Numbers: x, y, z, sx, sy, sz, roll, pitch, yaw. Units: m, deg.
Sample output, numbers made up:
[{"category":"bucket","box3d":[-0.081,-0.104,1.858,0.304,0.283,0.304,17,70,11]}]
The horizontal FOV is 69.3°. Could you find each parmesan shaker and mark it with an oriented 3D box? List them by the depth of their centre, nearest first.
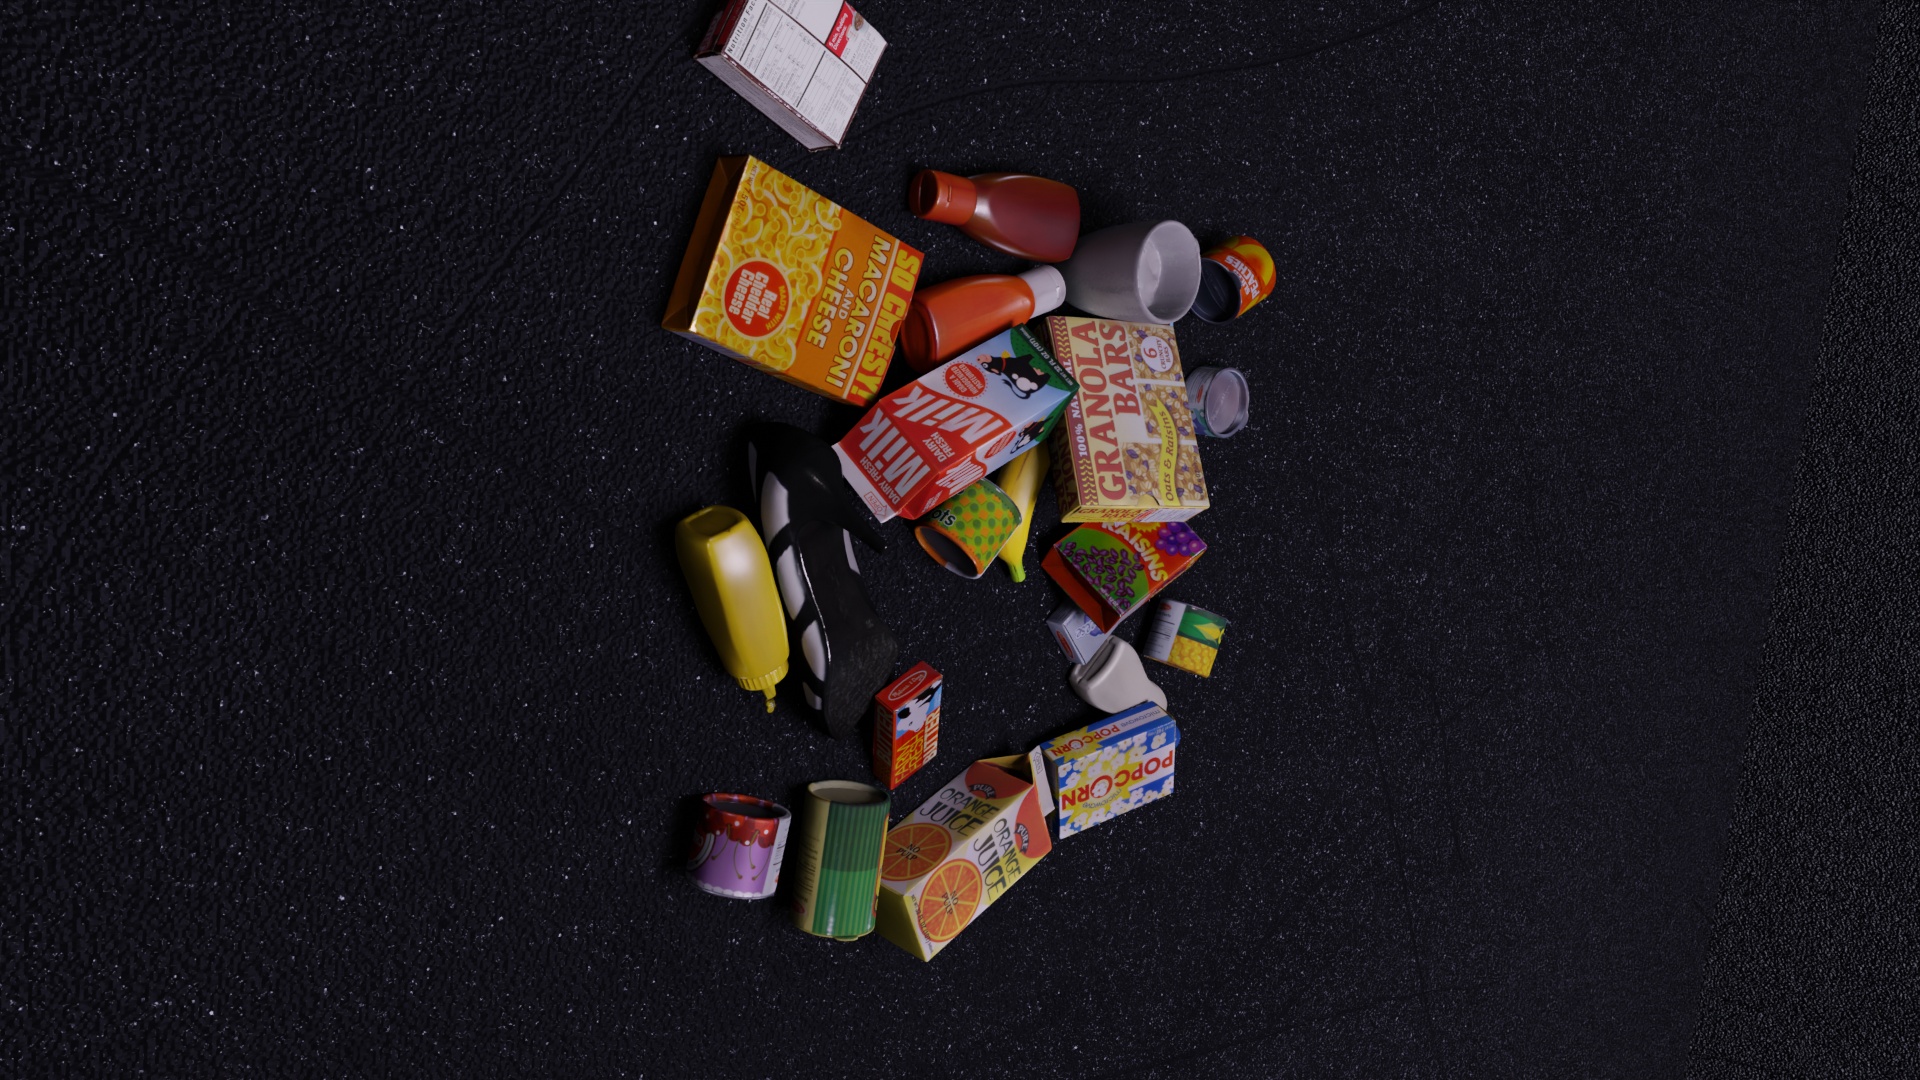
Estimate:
[{"category":"parmesan shaker","box3d":[-0.090,0.242,1.057,0.071,0.071,0.103,3,98,-43]}]

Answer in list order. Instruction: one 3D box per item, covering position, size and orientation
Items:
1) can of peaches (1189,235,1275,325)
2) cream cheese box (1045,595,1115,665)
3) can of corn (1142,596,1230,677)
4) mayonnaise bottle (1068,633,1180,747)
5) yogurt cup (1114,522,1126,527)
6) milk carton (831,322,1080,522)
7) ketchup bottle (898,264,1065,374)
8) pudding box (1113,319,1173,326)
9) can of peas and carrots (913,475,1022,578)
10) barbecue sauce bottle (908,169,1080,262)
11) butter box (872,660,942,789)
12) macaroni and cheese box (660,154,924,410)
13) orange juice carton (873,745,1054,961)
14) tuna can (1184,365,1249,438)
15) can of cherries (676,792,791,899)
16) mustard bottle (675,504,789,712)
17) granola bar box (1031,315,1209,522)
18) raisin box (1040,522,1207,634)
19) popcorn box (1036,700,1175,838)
[{"category":"can of peaches","box3d":[0.244,-0.237,1.258,0.058,0.071,0.071,-35,122,-33]},{"category":"cream cheese box","box3d":[0.124,0.056,1.245,0.104,0.024,0.053,-48,128,-24]},{"category":"can of corn","box3d":[0.213,0.092,1.306,0.071,0.071,0.058,23,85,-43]},{"category":"mayonnaise bottle","box3d":[0.158,0.149,1.288,0.065,0.041,0.147,-51,131,-13]},{"category":"yogurt cup","box3d":[0.124,-0.053,1.189,0.073,0.054,0.072,-50,150,-42]},{"category":"milk carton","box3d":[-0.008,-0.082,1.038,0.191,0.073,0.072,-32,75,-32]},{"category":"ketchup bottle","box3d":[0.020,-0.179,1.081,0.149,0.043,0.064,-27,124,-36]},{"category":"pudding box","box3d":[0.162,-0.161,1.227,0.050,0.030,0.083,-14,109,-39]},{"category":"can of peas and carrots","box3d":[0.004,-0.014,1.090,0.059,0.071,0.070,-53,130,-20]},{"category":"barbecue sauce bottle","box3d":[0.028,-0.255,1.071,0.149,0.043,0.064,0,96,-42]},{"category":"butter box","box3d":[-0.042,0.146,1.085,0.053,0.024,0.103,-34,147,-33]},{"category":"macaroni and cheese box","box3d":[-0.111,-0.174,0.963,0.166,0.040,0.123,20,86,-43]},{"category":"orange juice carton","box3d":[0.008,0.250,1.149,0.193,0.073,0.071,-34,121,-33]},{"category":"tuna can","box3d":[0.239,-0.129,1.304,0.071,0.033,0.071,-12,108,-41]},{"category":"can of cherries","box3d":[-0.161,0.216,0.991,0.071,0.071,0.058,11,93,-44]},{"category":"mustard bottle","box3d":[-0.151,0.054,0.966,0.049,0.065,0.159,-31,125,-28]},{"category":"granola bar box","box3d":[0.129,-0.099,1.134,0.124,0.039,0.166,0,72,-27]},{"category":"raisin box","box3d":[0.144,0.012,1.212,0.124,0.086,0.040,-34,164,-33]},{"category":"popcorn box","box3d":[0.132,0.205,1.249,0.127,0.038,0.084,-17,123,-23]}]
